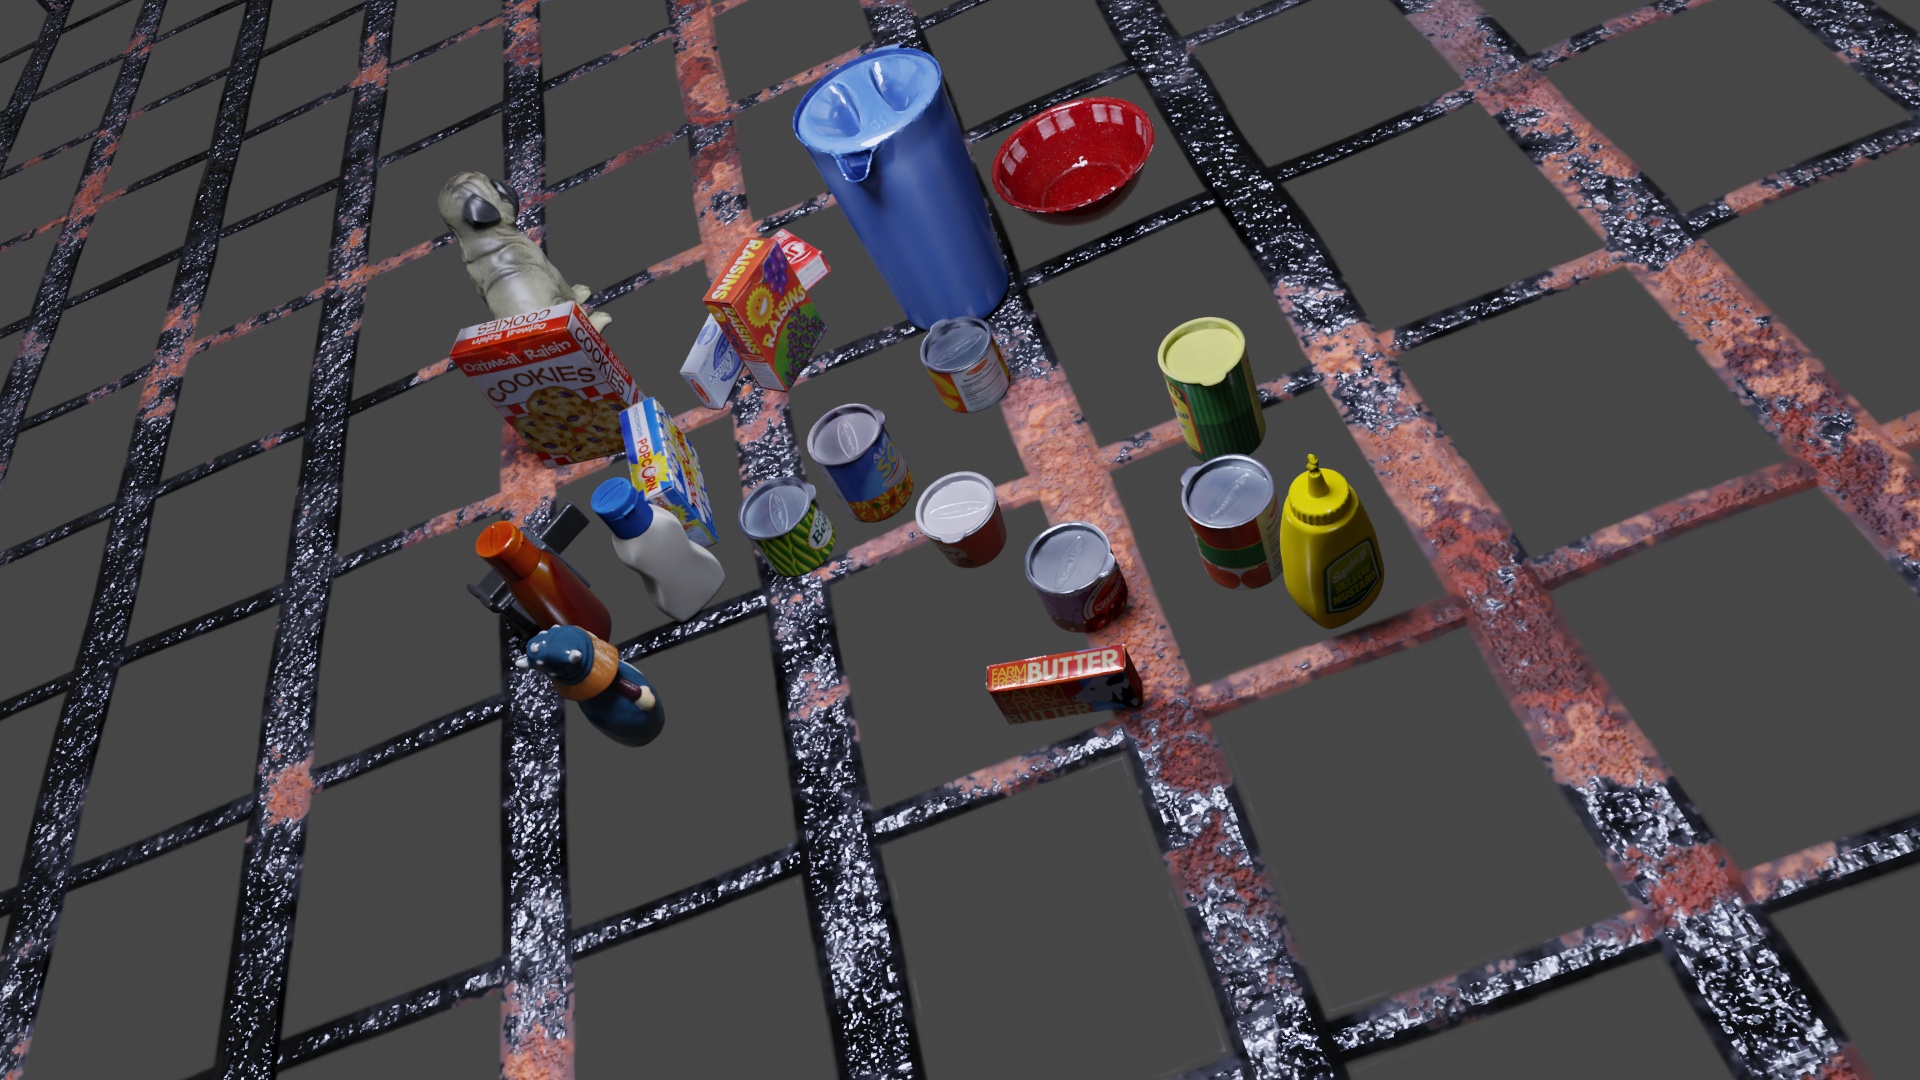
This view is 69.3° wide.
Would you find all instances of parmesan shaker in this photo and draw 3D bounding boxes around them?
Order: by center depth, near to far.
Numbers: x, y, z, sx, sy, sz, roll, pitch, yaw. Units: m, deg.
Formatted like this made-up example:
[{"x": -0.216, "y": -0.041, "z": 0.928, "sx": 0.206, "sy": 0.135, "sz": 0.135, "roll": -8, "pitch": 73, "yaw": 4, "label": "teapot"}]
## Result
[{"x": 0.199, "y": -0.113, "z": 1.086, "sx": 0.071, "sy": 0.102, "sz": 0.072, "roll": -12, "pitch": 51, "yaw": 15, "label": "parmesan shaker"}]

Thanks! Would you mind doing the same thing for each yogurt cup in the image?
[{"x": 0.004, "y": -0.014, "z": 1.124, "sx": 0.072, "sy": 0.053, "sz": 0.073, "roll": -12, "pitch": 51, "yaw": 15, "label": "yogurt cup"}]

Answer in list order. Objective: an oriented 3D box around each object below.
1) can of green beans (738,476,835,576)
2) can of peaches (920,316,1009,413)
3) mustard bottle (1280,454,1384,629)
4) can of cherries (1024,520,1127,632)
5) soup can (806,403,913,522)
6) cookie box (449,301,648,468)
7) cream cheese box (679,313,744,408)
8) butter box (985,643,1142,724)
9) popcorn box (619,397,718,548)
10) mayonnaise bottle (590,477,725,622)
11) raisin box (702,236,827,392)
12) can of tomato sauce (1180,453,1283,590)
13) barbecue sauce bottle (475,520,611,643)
[{"x": -0.147, "y": -0.011, "z": 1.184, "sx": 0.071, "sy": 0.057, "sz": 0.071, "roll": -12, "pitch": 51, "yaw": 15, "label": "can of green beans"}, {"x": 0.004, "y": -0.157, "z": 1.233, "sx": 0.071, "sy": 0.057, "sz": 0.071, "roll": -12, "pitch": 51, "yaw": 15, "label": "can of peaches"}, {"x": 0.248, "y": -0.003, "z": 0.941, "sx": 0.065, "sy": 0.159, "sz": 0.049, "roll": -35, "pitch": 49, "yaw": -5, "label": "mustard bottle"}, {"x": 0.090, "y": 0.029, "z": 1.051, "sx": 0.071, "sy": 0.058, "sz": 0.072, "roll": -12, "pitch": 51, "yaw": 15, "label": "can of cherries"}, {"x": -0.081, "y": -0.066, "z": 1.181, "sx": 0.071, "sy": 0.083, "sz": 0.072, "roll": -12, "pitch": 51, "yaw": 15, "label": "soup can"}, {"x": -0.378, "y": -0.143, "z": 1.312, "sx": 0.123, "sy": 0.166, "sz": 0.040, "roll": -11, "pitch": 51, "yaw": 16, "label": "cookie box"}, {"x": -0.235, "y": -0.184, "z": 1.359, "sx": 0.024, "sy": 0.053, "sz": 0.104, "roll": 3, "pitch": 56, "yaw": 25, "label": "cream cheese box"}, {"x": 0.075, "y": 0.105, "z": 1.002, "sx": 0.103, "sy": 0.053, "sz": 0.024, "roll": -11, "pitch": 51, "yaw": 16, "label": "butter box"}, {"x": -0.263, "y": -0.058, "z": 1.251, "sx": 0.038, "sy": 0.085, "sz": 0.127, "roll": -25, "pitch": 48, "yaw": 3, "label": "popcorn box"}, {"x": -0.254, "y": 0.005, "z": 1.156, "sx": 0.041, "sy": 0.147, "sz": 0.065, "roll": 30, "pitch": 70, "yaw": 37, "label": "mayonnaise bottle"}, {"x": -0.183, "y": -0.213, "z": 1.312, "sx": 0.040, "sy": 0.123, "sz": 0.086, "roll": 12, "pitch": 60, "yaw": 30, "label": "raisin box"}, {"x": 0.201, "y": -0.013, "z": 1.020, "sx": 0.071, "sy": 0.082, "sz": 0.071, "roll": -12, "pitch": 51, "yaw": 15, "label": "can of tomato sauce"}, {"x": -0.349, "y": 0.040, "z": 1.169, "sx": 0.043, "sy": 0.148, "sz": 0.065, "roll": -21, "pitch": 49, "yaw": 8, "label": "barbecue sauce bottle"}]
